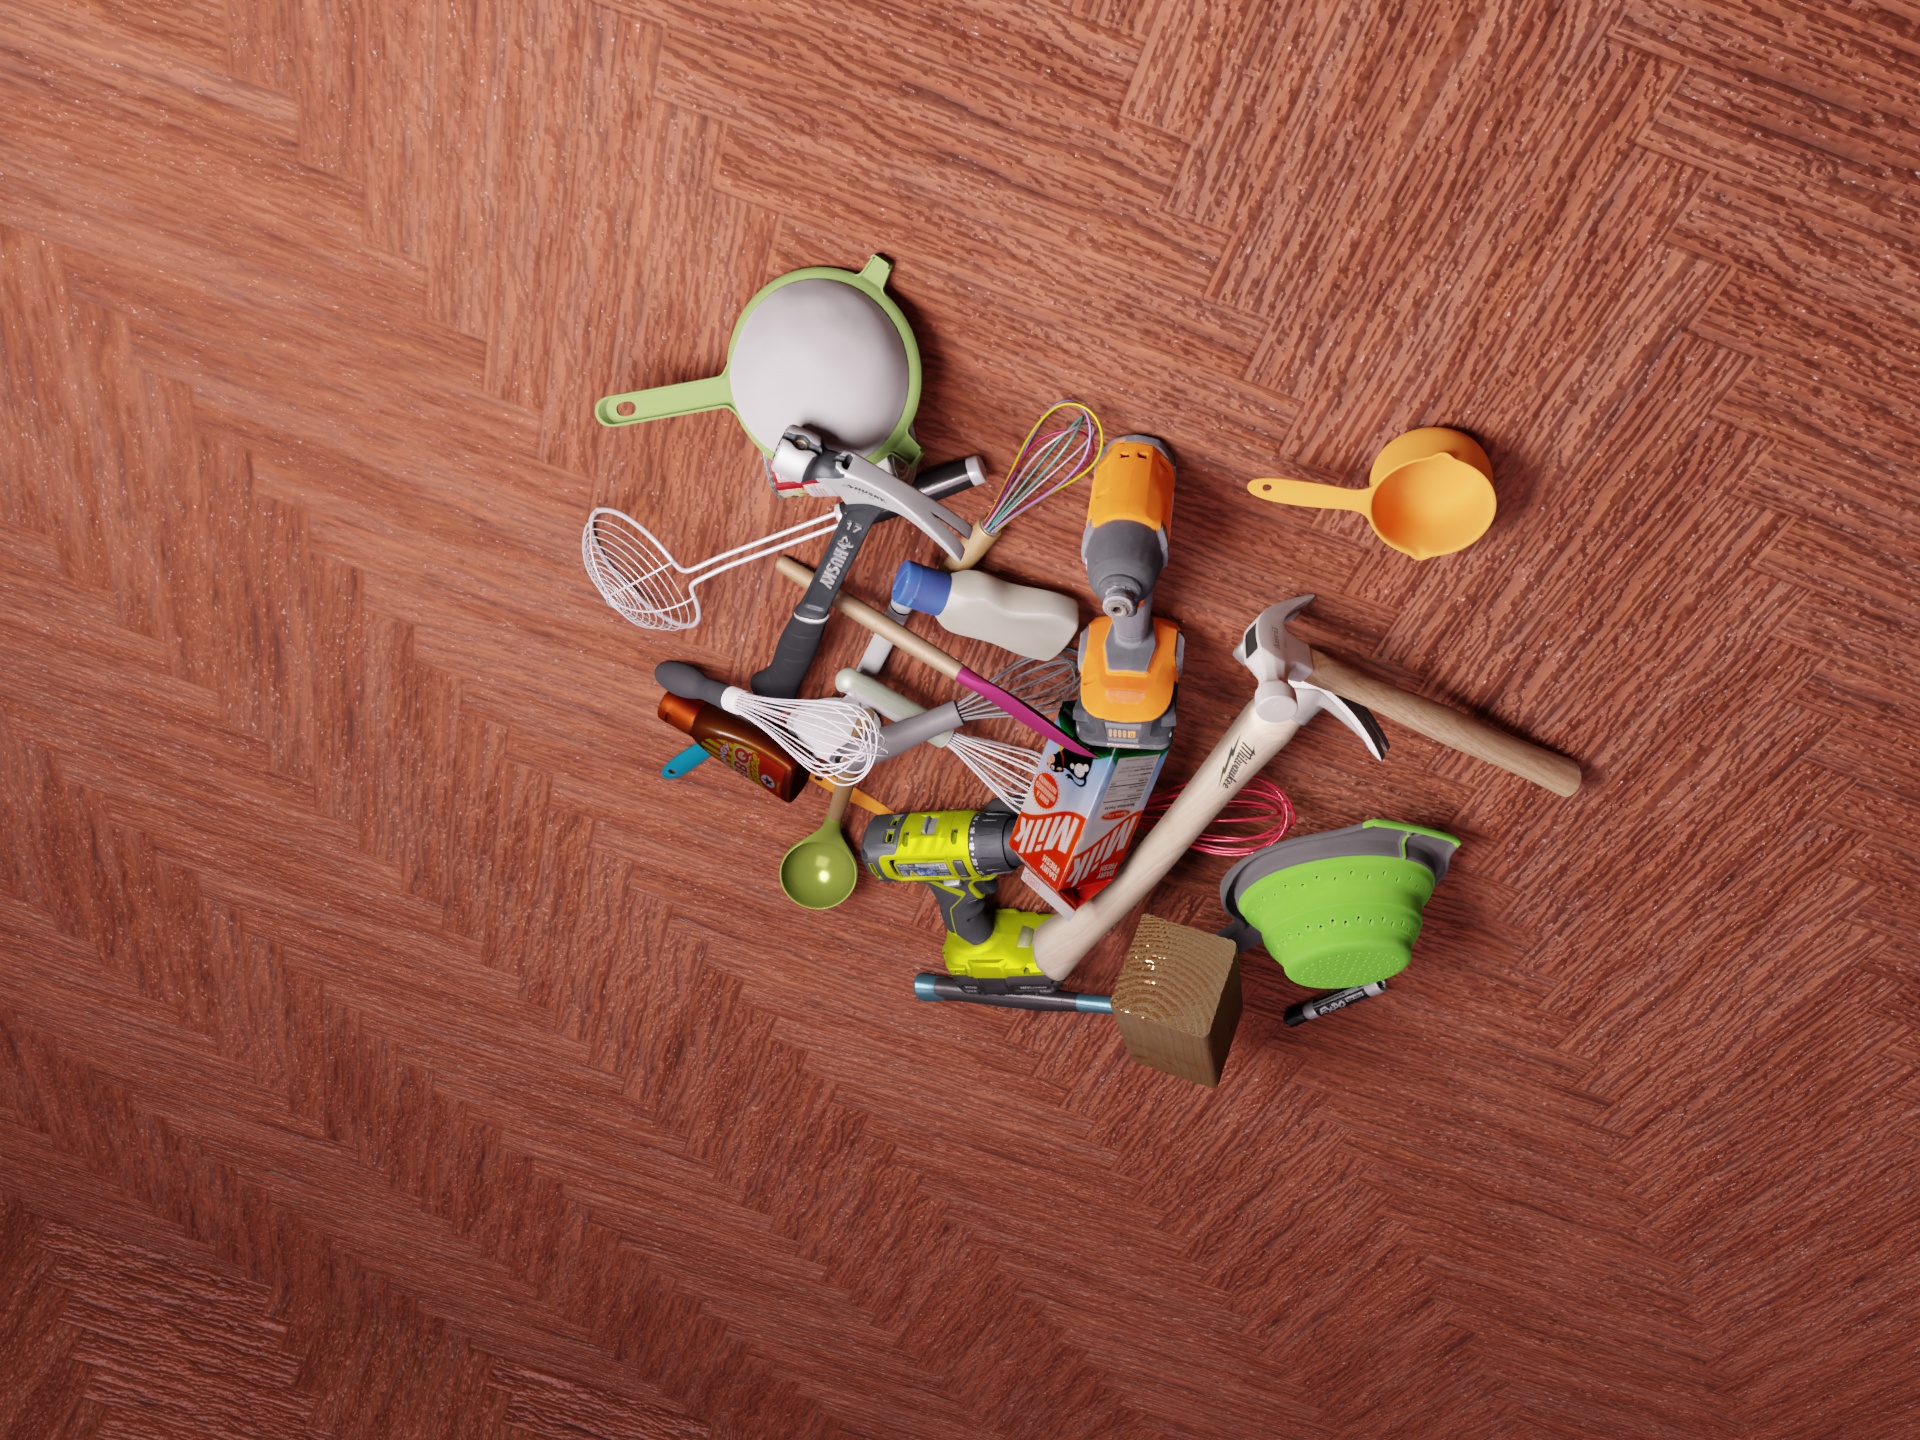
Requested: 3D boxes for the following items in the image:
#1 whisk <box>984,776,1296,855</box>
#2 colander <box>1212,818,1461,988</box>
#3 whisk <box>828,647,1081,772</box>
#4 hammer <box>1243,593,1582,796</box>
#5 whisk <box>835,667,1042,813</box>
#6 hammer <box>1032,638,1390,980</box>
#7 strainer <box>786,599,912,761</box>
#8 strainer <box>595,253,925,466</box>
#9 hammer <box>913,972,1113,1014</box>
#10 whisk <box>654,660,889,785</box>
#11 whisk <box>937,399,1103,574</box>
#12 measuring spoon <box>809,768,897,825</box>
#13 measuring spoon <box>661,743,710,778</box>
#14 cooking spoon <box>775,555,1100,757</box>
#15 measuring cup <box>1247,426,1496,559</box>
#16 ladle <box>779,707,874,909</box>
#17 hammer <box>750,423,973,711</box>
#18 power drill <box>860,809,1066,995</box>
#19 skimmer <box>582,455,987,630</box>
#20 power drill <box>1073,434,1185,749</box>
[{"bbox_3d":[0.158,0.085,1.449,0.296,0.073,0.073,-1,134,25],"label":"whisk"},{"bbox_3d":[0.300,0.216,1.481,0.204,0.095,0.397,12,147,-26],"label":"colander"},{"bbox_3d":[-0.002,-0.003,1.356,0.239,0.055,0.055,-22,128,6],"label":"whisk"},{"bbox_3d":[0.365,-0.008,1.270,0.331,0.130,0.031,21,136,-21],"label":"hammer"},{"bbox_3d":[-0.007,0.018,1.409,0.246,0.059,0.058,30,162,-24],"label":"whisk"},{"bbox_3d":[0.193,0.103,1.382,0.146,0.038,0.410,42,125,8],"label":"hammer"},{"bbox_3d":[-0.090,-0.030,1.412,0.086,0.050,0.258,12,135,-20],"label":"strainer"},{"bbox_3d":[-0.158,-0.240,1.147,0.256,0.069,0.151,-6,103,16],"label":"strainer"},{"bbox_3d":[0.112,0.295,1.669,0.331,0.033,0.128,2,160,19],"label":"hammer"},{"bbox_3d":[-0.174,-0.009,1.377,0.285,0.070,0.070,19,144,38],"label":"whisk"},{"bbox_3d":[0.036,-0.161,1.243,0.047,0.051,0.245,25,139,-18],"label":"whisk"},{"bbox_3d":[-0.100,0.078,1.542,0.117,0.011,0.021,30,134,-15],"label":"measuring spoon"},{"bbox_3d":[-0.250,0.034,1.531,0.128,0.021,0.042,-31,120,35],"label":"measuring spoon"},{"bbox_3d":[-0.021,-0.052,1.309,0.319,0.068,0.017,32,94,12],"label":"cooking spoon"},{"bbox_3d":[0.297,-0.173,1.151,0.173,0.052,0.095,8,136,10],"label":"measuring cup"},{"bbox_3d":[-0.115,0.086,1.486,0.078,0.062,0.320,13,147,-6],"label":"ladle"},{"bbox_3d":[-0.109,-0.093,1.270,0.149,0.036,0.408,24,154,-7],"label":"hammer"},{"bbox_3d":[0.031,0.170,1.538,0.190,0.080,0.228,-4,136,25],"label":"power drill"},{"bbox_3d":[-0.148,-0.162,1.301,0.363,0.090,0.127,-17,125,17],"label":"skimmer"},{"bbox_3d":[0.127,-0.080,1.212,0.084,0.164,0.226,4,137,10],"label":"power drill"}]
